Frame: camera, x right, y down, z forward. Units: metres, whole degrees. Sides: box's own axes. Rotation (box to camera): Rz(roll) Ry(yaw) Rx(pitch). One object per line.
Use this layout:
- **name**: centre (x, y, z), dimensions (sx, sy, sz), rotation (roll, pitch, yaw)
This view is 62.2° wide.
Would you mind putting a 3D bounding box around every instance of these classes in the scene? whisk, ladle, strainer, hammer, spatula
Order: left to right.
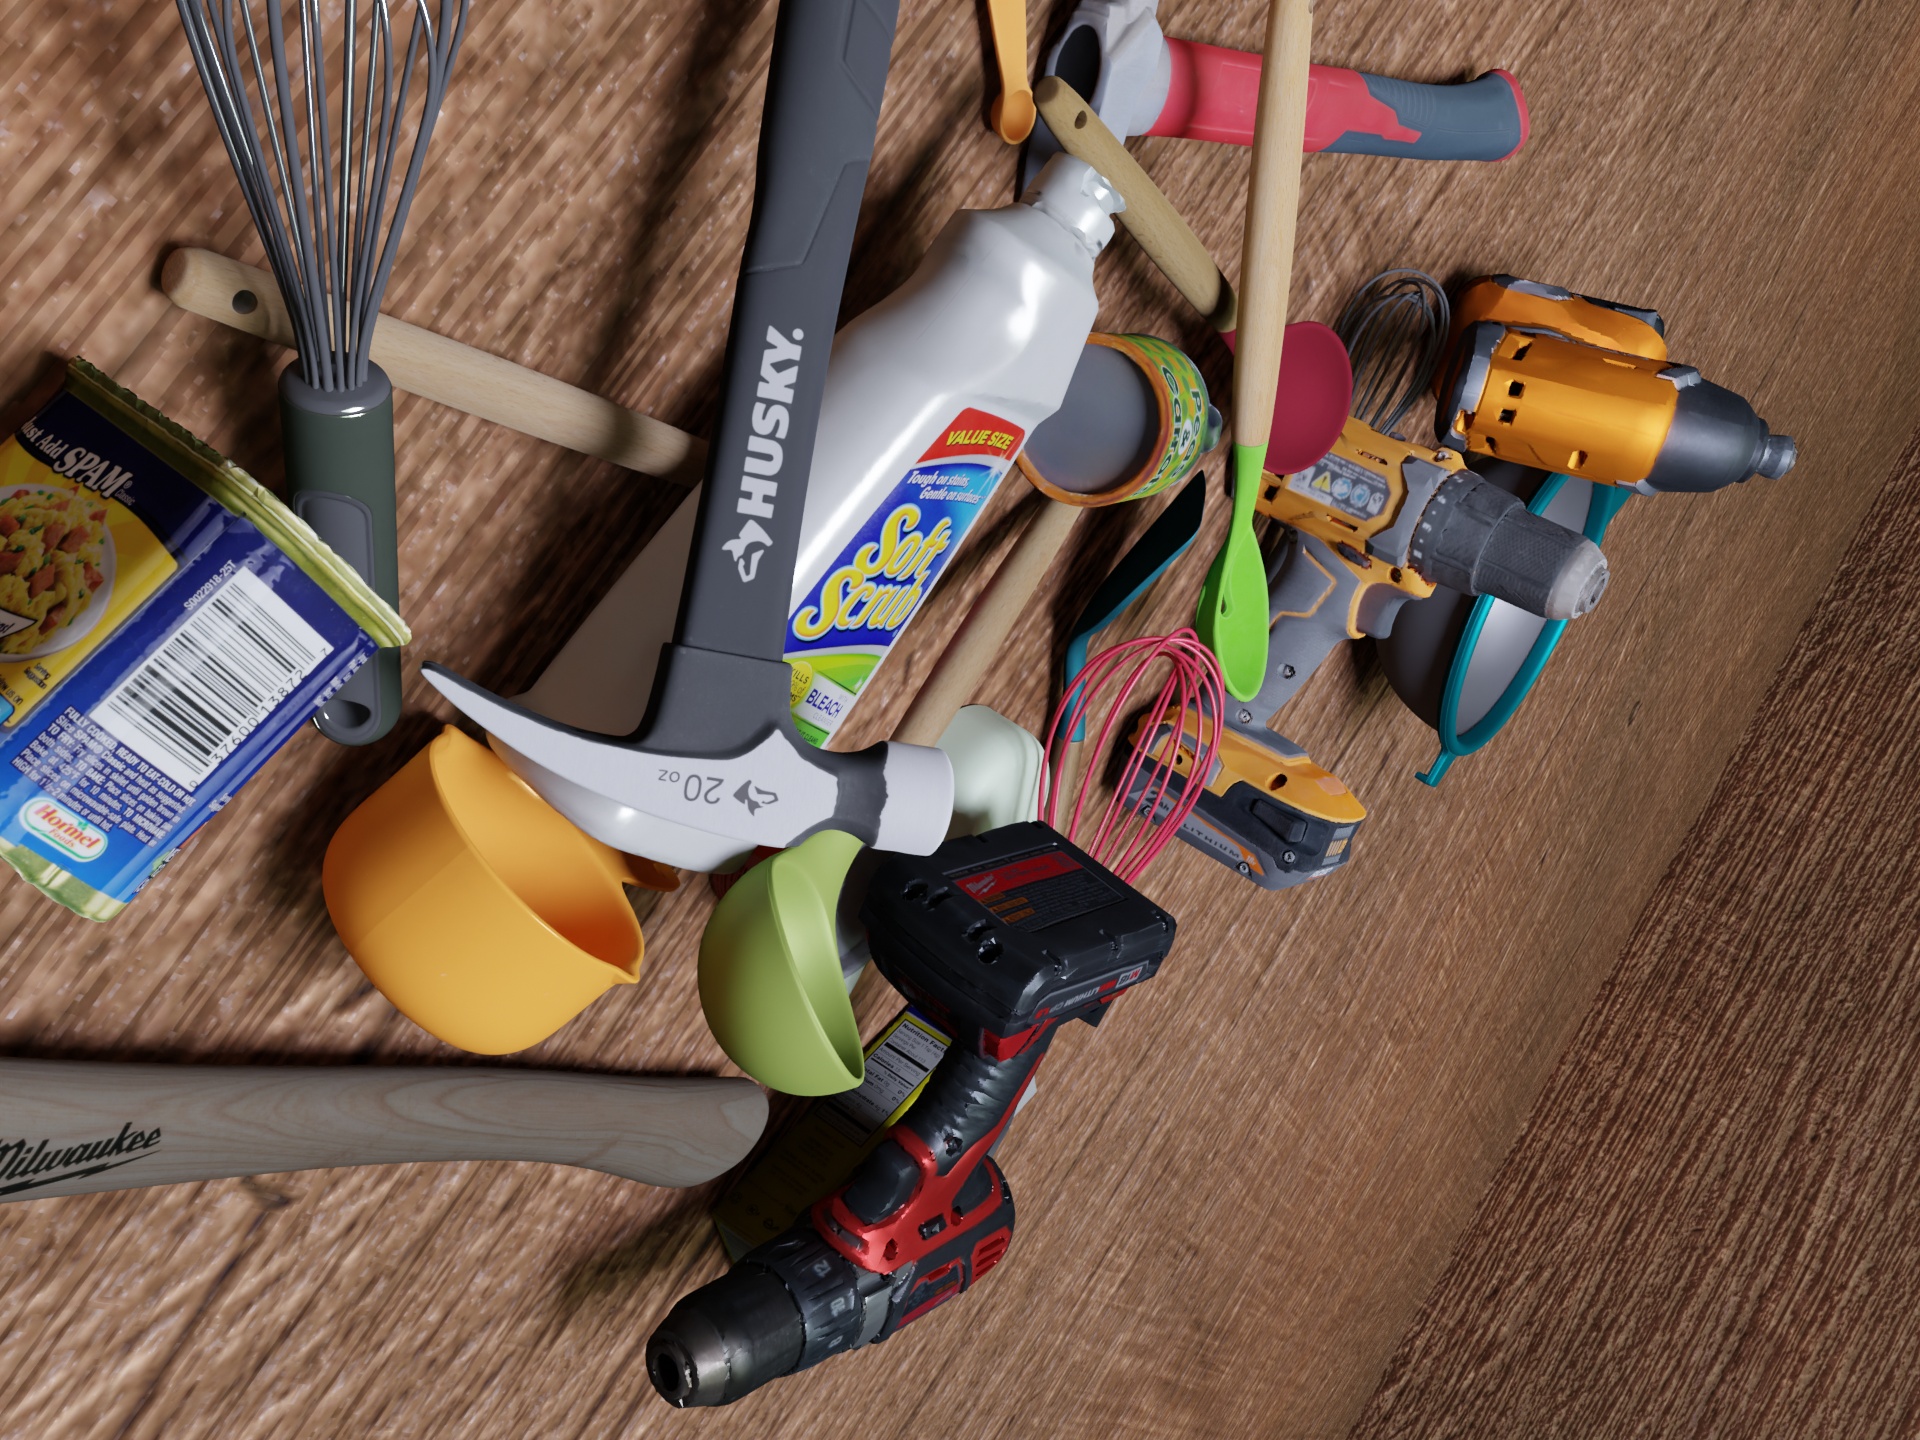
- **whisk**: centre (-0.142, -0.083, 0.361), dimensions (0.059, 0.057, 0.246), rotation (-93, -166, -46)
- **hammer**: centre (-0.177, 0.113, 0.477), dimensions (0.146, 0.038, 0.410), rotation (-51, 151, 8)
- **hammer**: centre (-0.049, -0.135, 0.432), dimensions (0.146, 0.035, 0.335), rotation (9, 92, -18)
- **ladle**: centre (-0.001, -0.002, 0.584), dimensions (0.320, 0.062, 0.078), rotation (-58, 139, -38)
- **whisk**: centre (0.044, 0.091, 0.709), dimensions (0.073, 0.073, 0.295), rotation (-9, 125, -52)
- **spatula**: centre (0.058, 0.032, 0.767), dimensions (0.082, 0.044, 0.317), rotation (-73, 175, -62)
- **ladle**: centre (0.098, -0.168, 0.628), dimensions (0.069, 0.031, 0.315), rotation (-62, 151, 4)
- **hammer**: centre (0.159, -0.255, 0.706), dimensions (0.386, 0.038, 0.143), rotation (-19, 129, -48)
- **whisk**: centre (0.193, -0.124, 0.850), dimensions (0.055, 0.055, 0.239), rotation (-3, 120, -54)
- **strainer**: centre (0.363, -0.125, 1.045), dimensions (0.340, 0.095, 0.210), rotation (-41, 145, -34)

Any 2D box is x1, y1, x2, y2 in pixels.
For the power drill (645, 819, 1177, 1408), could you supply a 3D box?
- **power drill**: centre (-0.023, 0.161, 0.627), dimensions (0.188, 0.080, 0.226), rotation (-9, 128, -51)

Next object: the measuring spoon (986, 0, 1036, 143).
- **measuring spoon**: centre (0.011, -0.250, 0.526), dimensions (0.021, 0.011, 0.116), rotation (-40, 138, -32)

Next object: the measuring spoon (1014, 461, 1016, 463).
- **measuring spoon**: centre (0.009, -0.114, 0.620), dimensions (0.128, 0.021, 0.042), rotation (13, 82, -66)

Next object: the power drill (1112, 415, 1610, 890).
- **power drill**: centre (0.192, -0.028, 0.787), dimensions (0.084, 0.185, 0.226), rotation (-2, 118, -56)

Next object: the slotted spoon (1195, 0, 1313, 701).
- **slotted spoon**: centre (0.118, -0.137, 0.635), dimensions (0.070, 0.031, 0.313), rotation (-57, 153, -43)

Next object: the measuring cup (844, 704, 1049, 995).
- **measuring cup**: centre (-0.014, 0.074, 0.700), dimensions (0.167, 0.038, 0.083), rotation (-61, 148, -7)

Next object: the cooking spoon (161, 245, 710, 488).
- **cooking spoon**: centre (-0.092, -0.084, 0.491), dimensions (0.318, 0.017, 0.068), rotation (12, 114, -57)

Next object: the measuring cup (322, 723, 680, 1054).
- **measuring cup**: centre (-0.134, 0.058, 0.499), dimensions (0.052, 0.095, 0.173), rotation (-39, 169, 1)

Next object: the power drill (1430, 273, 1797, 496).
- **power drill**: centre (0.331, -0.172, 0.833), dimensions (0.226, 0.164, 0.084), rotation (-58, 162, -65)
